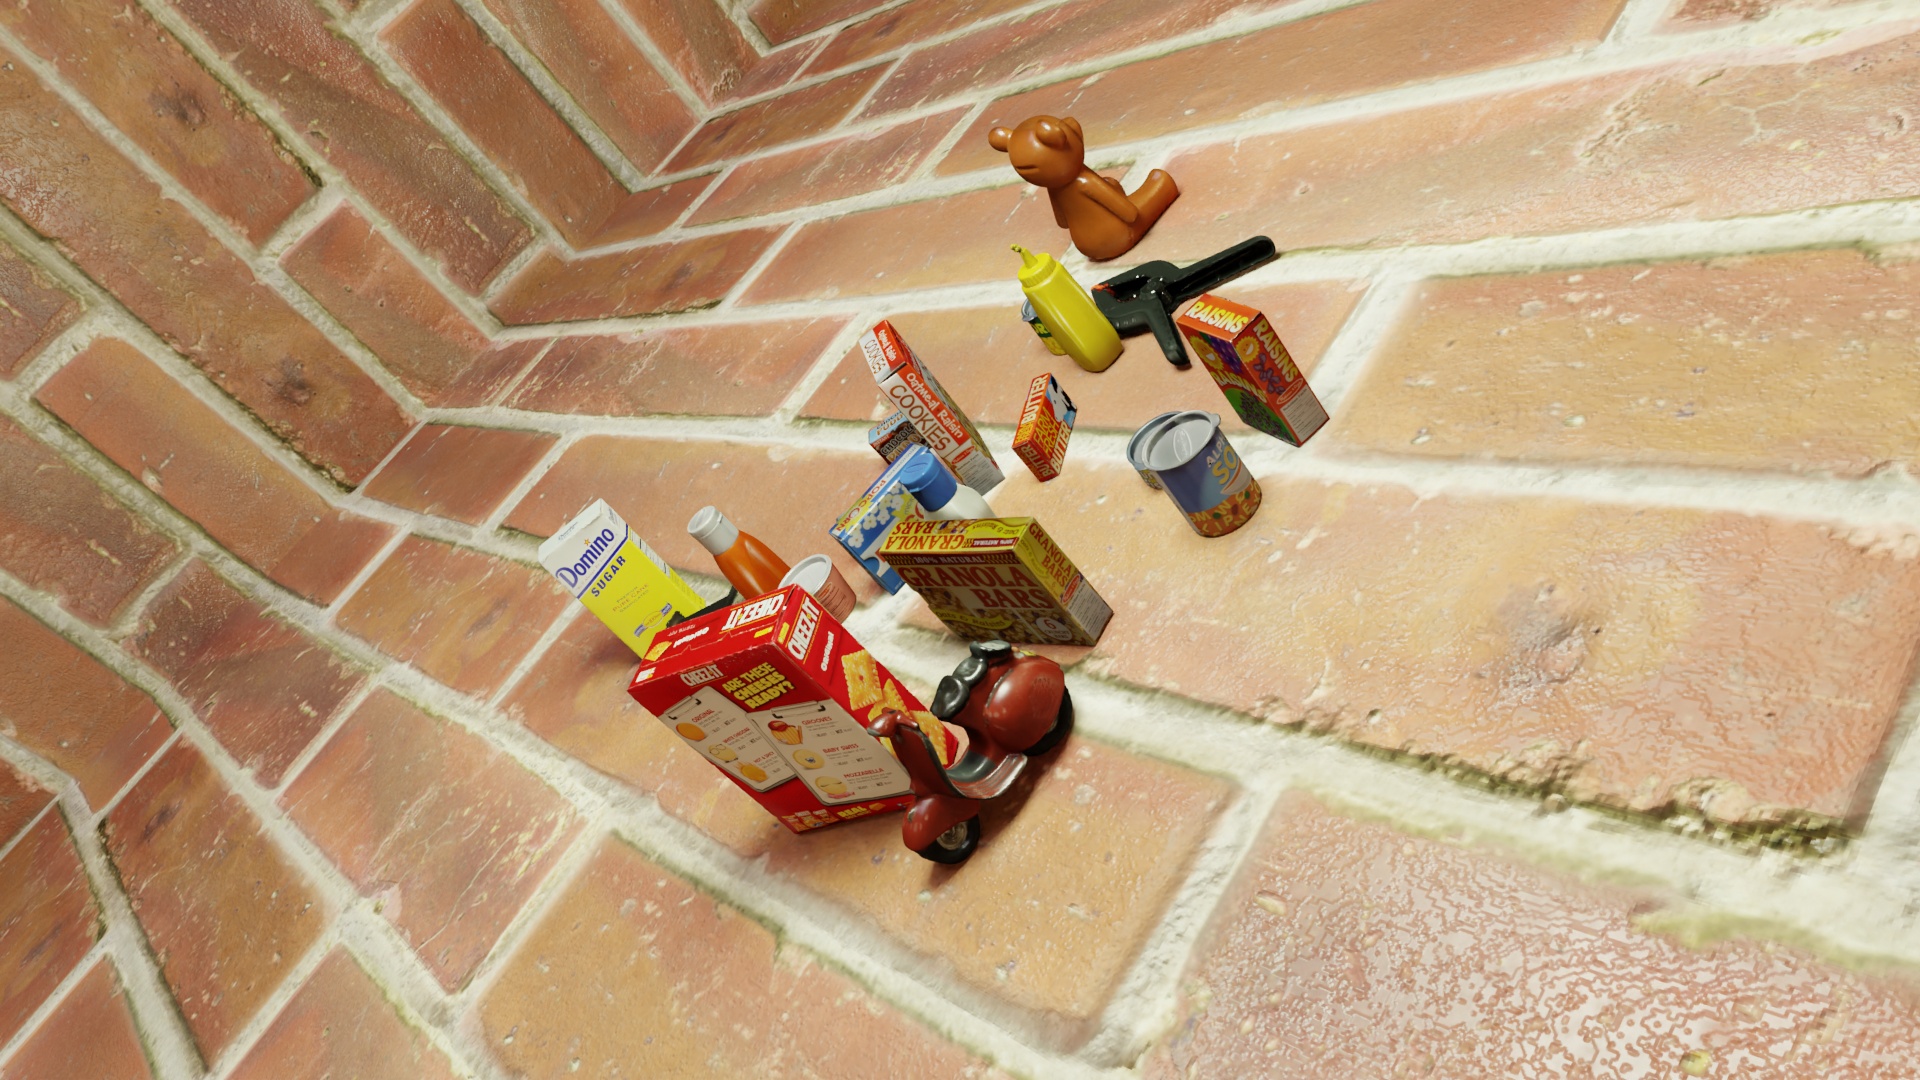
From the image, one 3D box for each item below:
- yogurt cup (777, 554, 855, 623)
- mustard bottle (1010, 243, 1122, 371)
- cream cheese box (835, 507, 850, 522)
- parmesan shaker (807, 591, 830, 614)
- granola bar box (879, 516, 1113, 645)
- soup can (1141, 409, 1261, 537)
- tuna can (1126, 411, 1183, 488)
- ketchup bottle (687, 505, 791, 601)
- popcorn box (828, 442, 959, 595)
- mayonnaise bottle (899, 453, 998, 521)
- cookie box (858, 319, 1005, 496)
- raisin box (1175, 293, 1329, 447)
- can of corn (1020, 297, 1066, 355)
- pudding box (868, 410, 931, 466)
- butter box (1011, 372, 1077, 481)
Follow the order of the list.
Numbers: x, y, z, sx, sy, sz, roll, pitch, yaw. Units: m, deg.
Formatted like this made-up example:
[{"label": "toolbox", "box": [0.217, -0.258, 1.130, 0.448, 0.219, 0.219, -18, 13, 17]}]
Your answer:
[{"label": "yogurt cup", "box": [-0.142, 0.055, 1.394, 0.072, 0.054, 0.073, -29, 32, 21]}, {"label": "mustard bottle", "box": [0.101, -0.240, 1.396, 0.049, 0.160, 0.065, -46, 30, -7]}, {"label": "cream cheese box", "box": [-0.071, -0.032, 1.427, 0.104, 0.053, 0.024, -38, 30, 6]}, {"label": "parmesan shaker", "box": [-0.127, 0.103, 1.267, 0.071, 0.103, 0.072, -29, 32, 21]}, {"label": "granola bar box", "box": [0.027, 0.035, 1.160, 0.165, 0.124, 0.039, -2, 48, 48]}, {"label": "soup can", "box": [0.198, -0.055, 1.123, 0.071, 0.083, 0.072, -29, 32, 21]}, {"label": "tuna can", "box": [0.181, -0.078, 1.222, 0.071, 0.032, 0.071, -29, 33, 21]}, {"label": "ketchup bottle", "box": [-0.216, 0.025, 1.423, 0.043, 0.148, 0.065, -24, 34, 27]}, {"label": "popcorn box", "box": [-0.056, -0.022, 1.367, 0.127, 0.085, 0.038, -48, 31, -11]}, {"label": "mayonnaise bottle", "box": [0.004, -0.015, 1.227, 0.064, 0.147, 0.041, -11, 42, 42]}, {"label": "cookie box", "box": [-0.029, -0.134, 1.399, 0.040, 0.167, 0.123, -37, 30, 7]}, {"label": "raisin box", "box": [0.241, -0.142, 1.147, 0.040, 0.123, 0.086, -43, 30, -3]}, {"label": "can of corn", "box": [0.106, -0.239, 1.490, 0.071, 0.058, 0.071, -29, 32, 21]}, {"label": "pudding box", "box": [-0.055, -0.120, 1.526, 0.083, 0.049, 0.030, -31, 32, 16]}, {"label": "butter box", "box": [0.083, -0.111, 1.357, 0.024, 0.053, 0.104, -18, 37, 35]}]
